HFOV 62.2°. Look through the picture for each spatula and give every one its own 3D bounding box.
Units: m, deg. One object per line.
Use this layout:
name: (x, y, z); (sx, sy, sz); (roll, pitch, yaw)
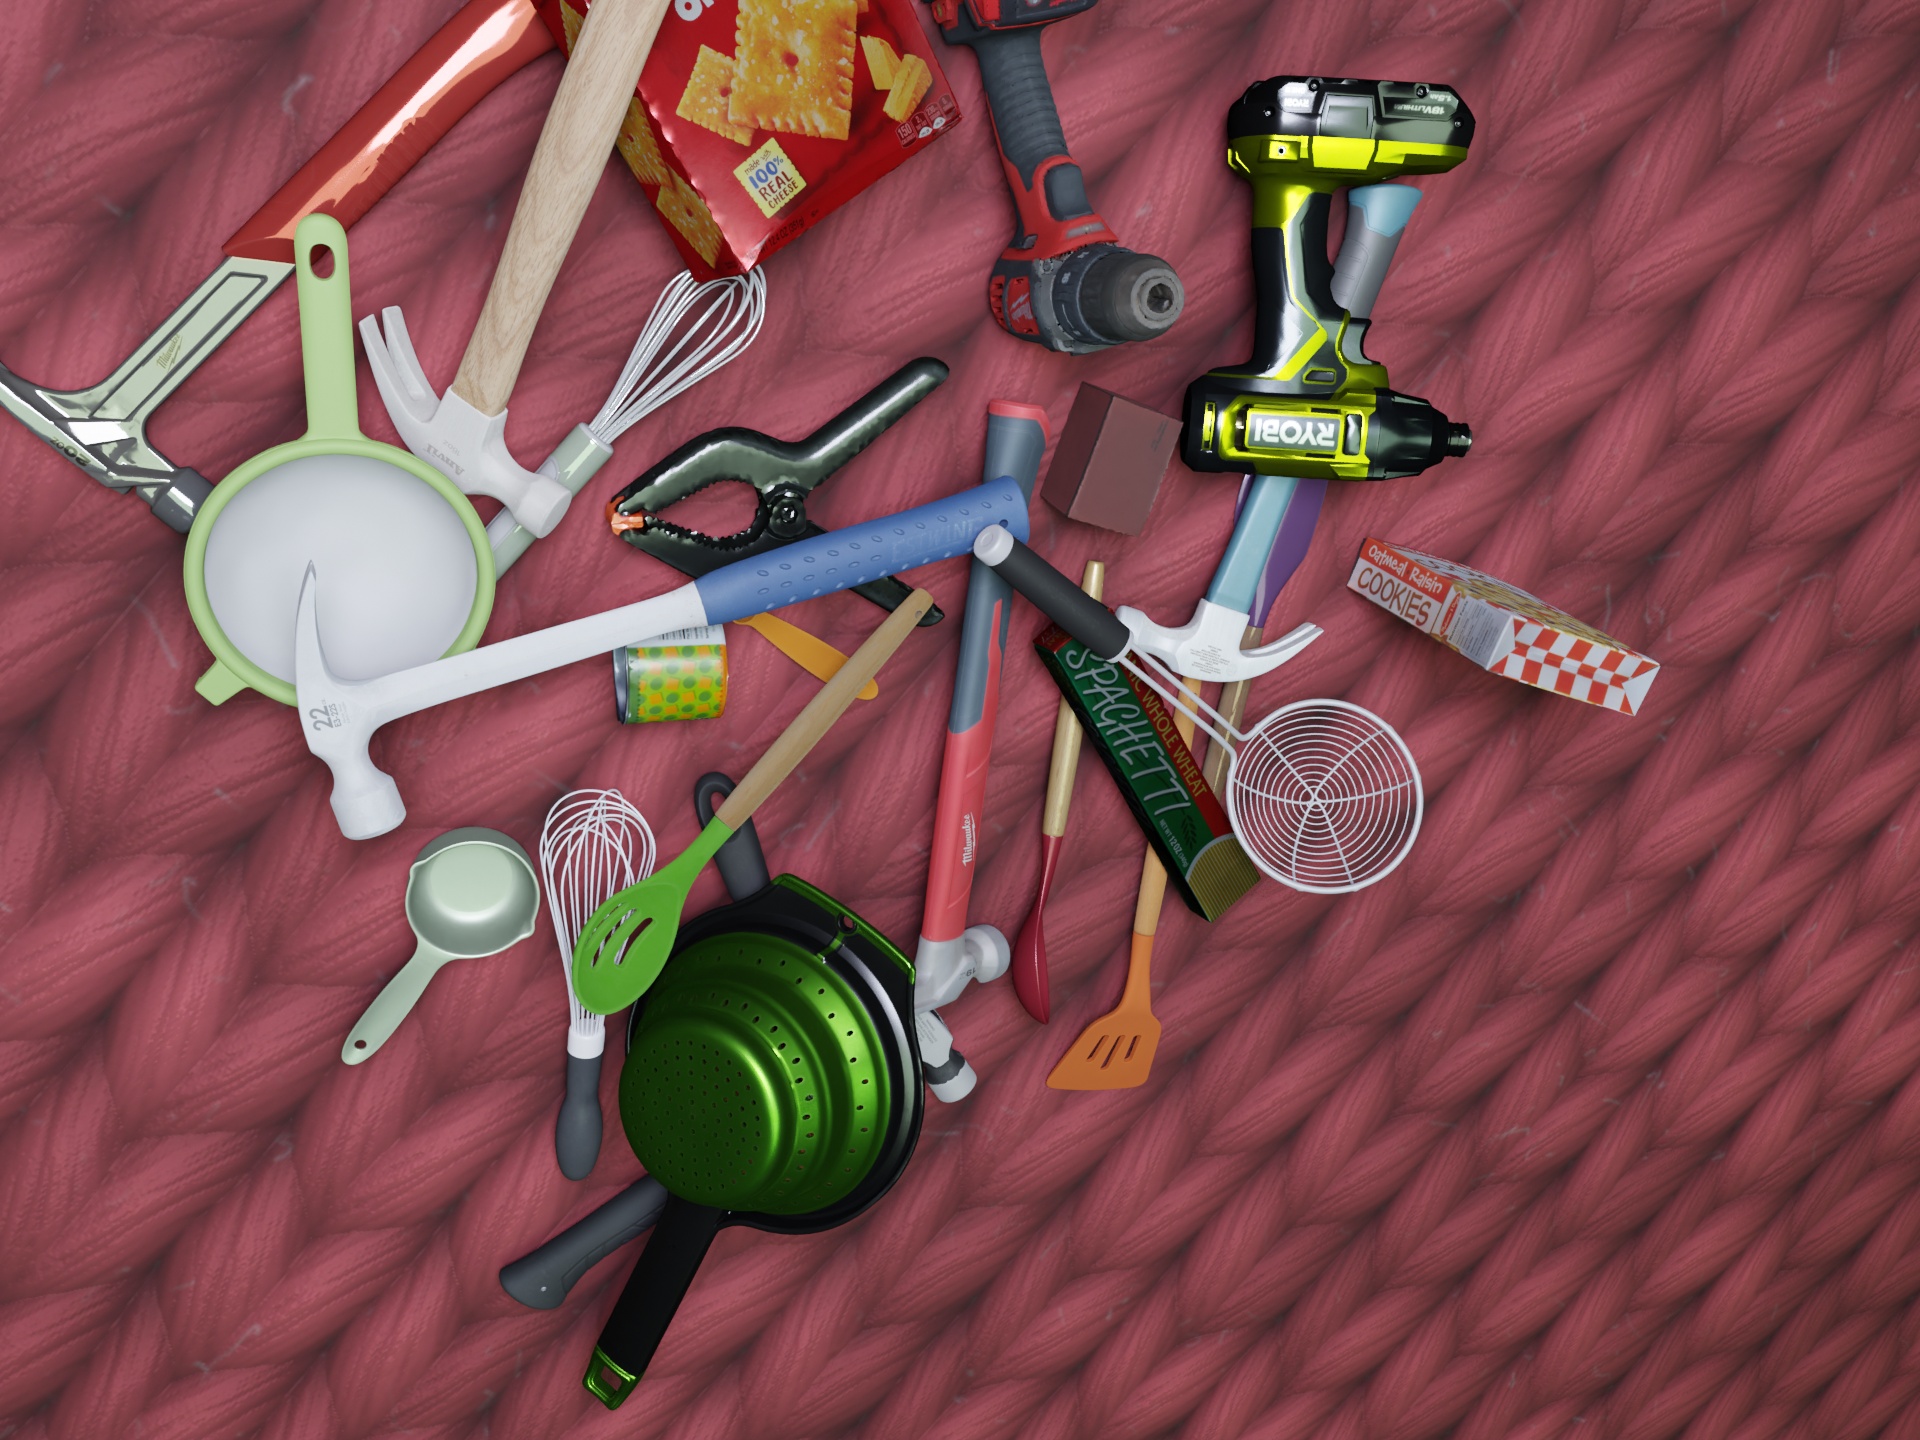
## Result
spatula: (0.128, 0.121, 1.110); (0.081, 0.041, 0.322); (4, 104, -21)
spatula: (0.189, -0.040, 1.071); (0.059, 0.018, 0.315); (7, 106, -14)

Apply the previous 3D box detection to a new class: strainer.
strainer: (-0.325, -0.133, 0.828); (0.151, 0.069, 0.256); (-4, 113, -21)

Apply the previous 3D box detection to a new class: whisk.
whisk: (-0.108, 0.172, 0.997); (0.073, 0.073, 0.296); (-20, 96, -11)
whisk: (-0.197, -0.162, 0.880); (0.246, 0.058, 0.059); (-46, 147, 6)
whisk: (-0.230, 0.171, 0.989); (0.070, 0.070, 0.284); (1, 114, -19)

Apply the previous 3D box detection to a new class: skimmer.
skimmer: (0.151, -0.011, 0.968); (0.362, 0.090, 0.127); (35, 84, -36)

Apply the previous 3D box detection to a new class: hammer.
hammer: (-0.160, 0.283, 1.065); (0.335, 0.035, 0.146); (-34, 117, -4)
hammer: (-0.002, -0.003, 0.983); (0.143, 0.038, 0.386); (-10, 113, -50)
hammer: (-0.330, -0.266, 0.800); (0.359, 0.037, 0.149); (-44, 117, 2)
hammer: (0.209, -0.180, 1.008); (0.128, 0.033, 0.331); (19, 100, -8)
hammer: (-0.201, -0.247, 0.769); (0.130, 0.031, 0.331); (34, 124, -1)
hammer: (-0.153, -0.066, 0.864); (0.405, 0.035, 0.144); (-19, 112, -16)

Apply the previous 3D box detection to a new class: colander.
colander: (-0.166, 0.284, 0.957); (0.204, 0.094, 0.397); (33, 109, 17)

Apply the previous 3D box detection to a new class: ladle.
ladle: (0.066, 0.050, 1.050); (0.031, 0.069, 0.315); (9, 103, 3)

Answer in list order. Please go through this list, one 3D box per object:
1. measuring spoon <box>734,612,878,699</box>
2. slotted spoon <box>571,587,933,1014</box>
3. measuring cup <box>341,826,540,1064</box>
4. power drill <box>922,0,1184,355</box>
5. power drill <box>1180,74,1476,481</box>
measuring spoon: (-0.096, -0.045, 0.979); (0.116, 0.011, 0.021); (33, 96, -30)
slotted spoon: (-0.121, 0.042, 0.940); (0.314, 0.031, 0.070); (-49, 139, -7)
measuring cup: (-0.319, 0.135, 0.954); (0.083, 0.038, 0.167); (35, 97, -26)
power drill: (0.053, -0.304, 0.835); (0.080, 0.188, 0.226); (-17, 110, -13)
power drill: (0.226, -0.255, 0.941); (0.171, 0.080, 0.223); (4, 104, 1)
